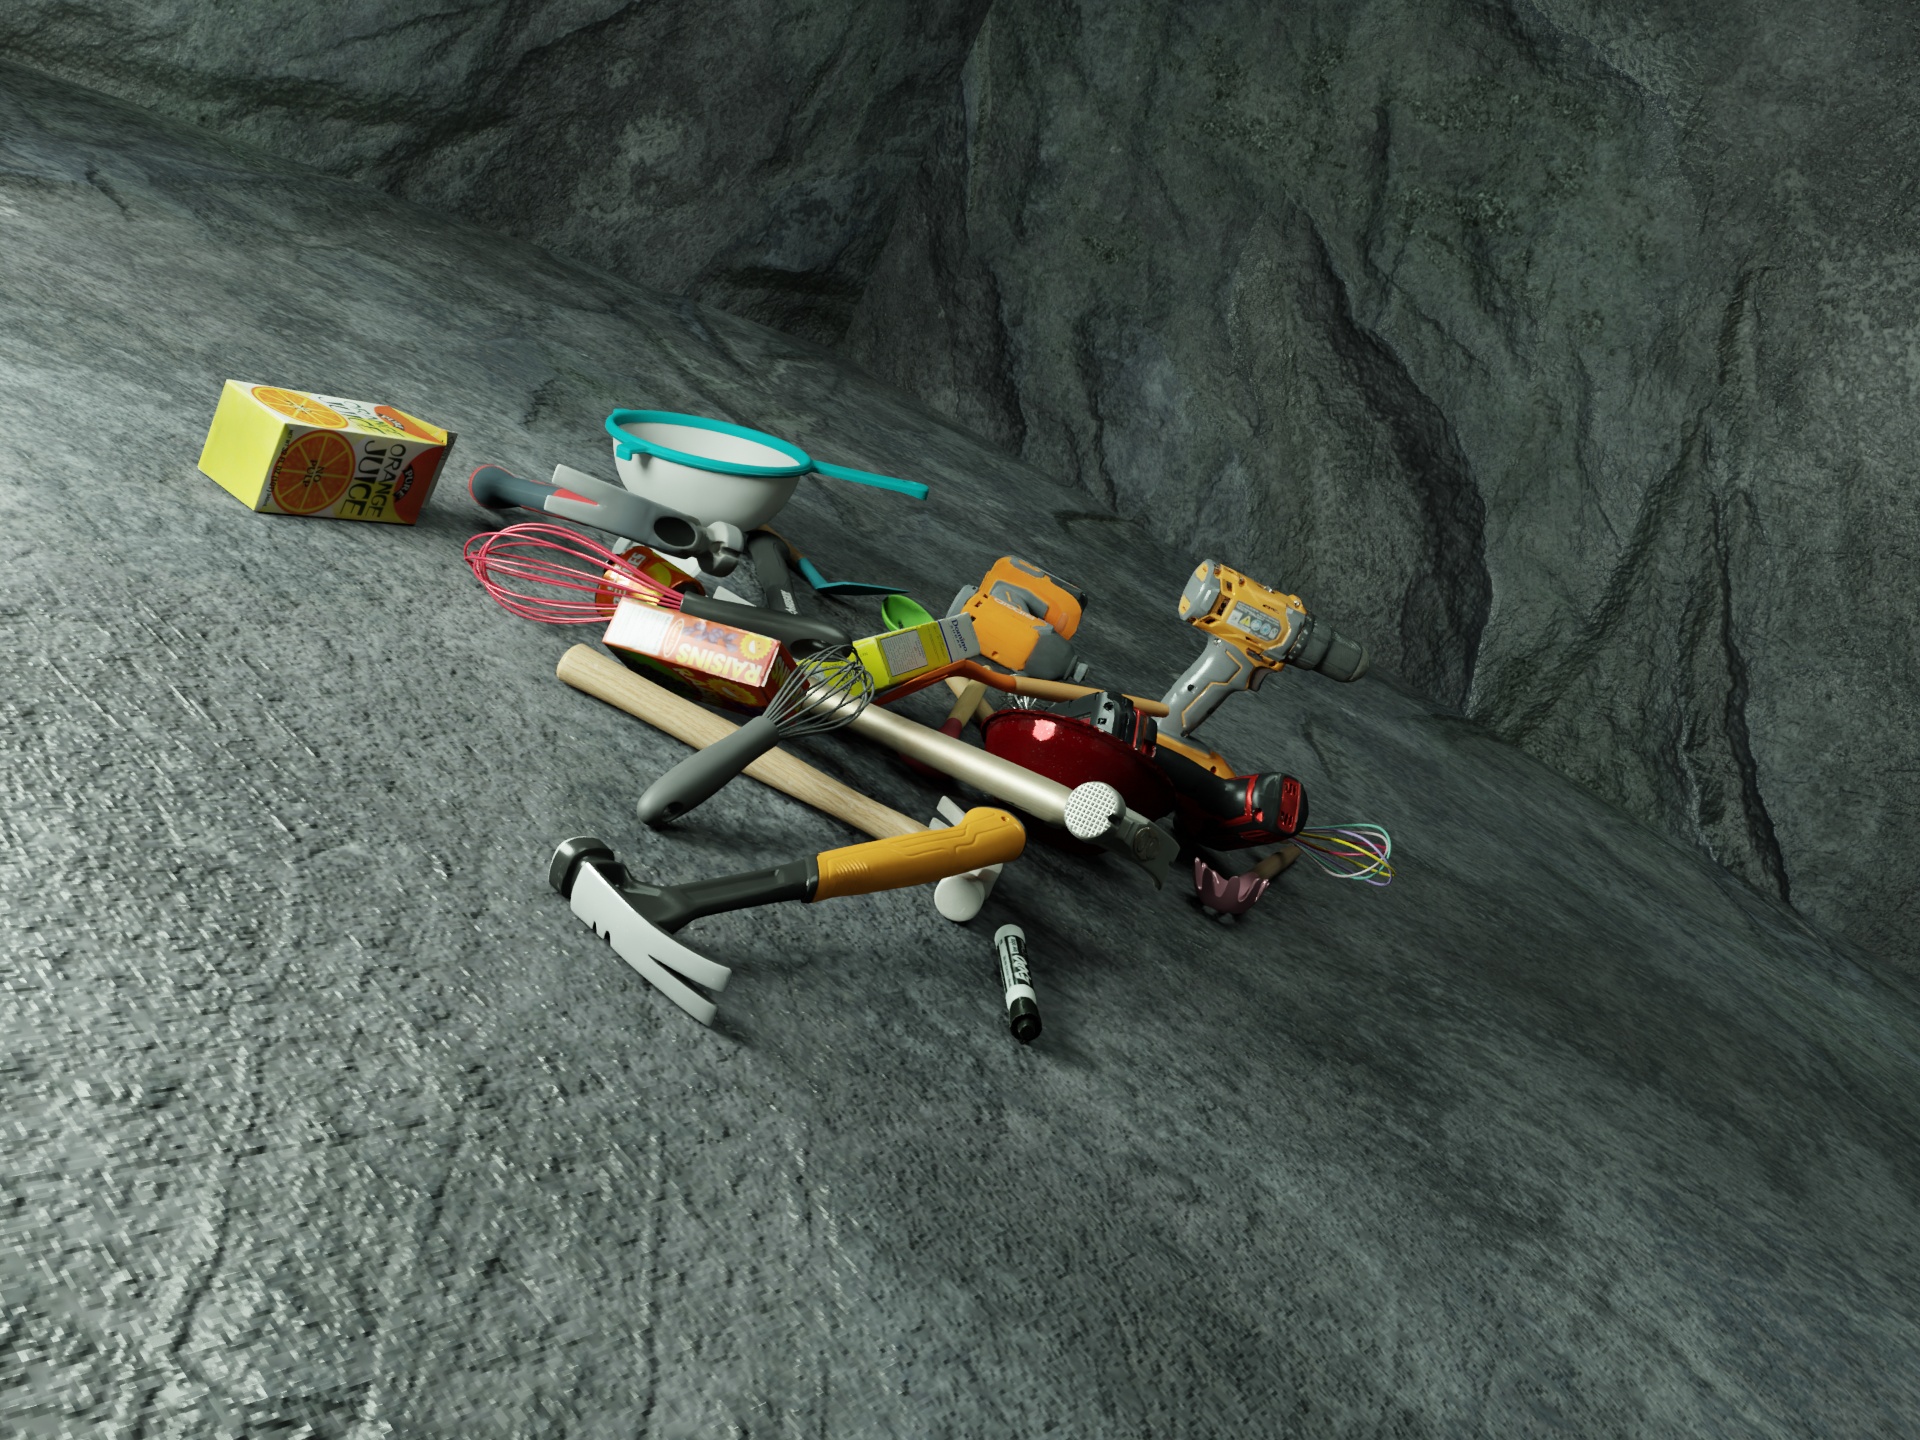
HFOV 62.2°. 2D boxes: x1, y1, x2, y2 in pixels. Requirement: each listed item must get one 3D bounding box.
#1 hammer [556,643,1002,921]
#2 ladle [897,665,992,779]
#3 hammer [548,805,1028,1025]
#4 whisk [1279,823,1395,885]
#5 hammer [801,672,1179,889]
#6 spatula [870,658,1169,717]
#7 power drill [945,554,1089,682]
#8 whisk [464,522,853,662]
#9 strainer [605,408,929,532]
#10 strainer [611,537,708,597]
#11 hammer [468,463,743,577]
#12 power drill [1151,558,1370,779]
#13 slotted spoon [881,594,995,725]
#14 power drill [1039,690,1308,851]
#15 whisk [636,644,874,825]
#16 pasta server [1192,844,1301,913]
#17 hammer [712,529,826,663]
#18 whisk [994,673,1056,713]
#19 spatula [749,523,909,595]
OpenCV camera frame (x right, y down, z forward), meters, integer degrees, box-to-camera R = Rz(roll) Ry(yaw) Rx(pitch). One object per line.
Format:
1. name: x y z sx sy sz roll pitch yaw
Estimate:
1. hammer: -0.122 0.033 1.084 0.331 0.031 0.130 27 16 4
2. ladle: -0.002 -0.004 1.370 0.069 0.031 0.315 23 19 3
3. hammer: -0.064 0.091 0.912 0.127 0.034 0.336 35 24 31
4. whisk: 0.304 0.102 1.426 0.047 0.051 0.245 5 5 -25
5. hammer: -0.031 0.017 1.152 0.411 0.038 0.146 23 -8 33
6. spatula: 0.061 -0.019 1.347 0.322 0.081 0.041 8 67 -38
7. power drill: 0.079 -0.107 1.788 0.164 0.084 0.226 28 20 3
8. whisk: -0.222 -0.089 1.172 0.296 0.073 0.073 14 15 1
9. strainer: -0.204 -0.236 1.651 0.340 0.095 0.211 10 19 -17
10. strainer: -0.221 -0.098 1.336 0.087 0.050 0.259 -29 50 -17
11. hammer: -0.316 -0.171 1.222 0.143 0.038 0.387 18 1 -37
12. power drill: 0.260 -0.017 1.497 0.185 0.226 0.084 24 16 -10
13. slotted spoon: -0.009 -0.043 1.530 0.070 0.031 0.314 17 20 -30
14. power drill: 0.170 0.054 1.343 0.219 0.079 0.143 22 -20 -26
15. whisk: -0.128 0.010 1.026 0.055 0.055 0.239 31 37 16
16. pasta server: 0.261 0.128 1.384 0.060 0.040 0.316 16 10 22
17. hammer: -0.177 -0.125 1.507 0.146 0.035 0.335 22 16 -20
18. whisk: 0.057 -0.019 1.496 0.058 0.059 0.246 -12 8 1
19. spatula: -0.177 -0.187 1.696 0.082 0.044 0.318 3 26 -43
